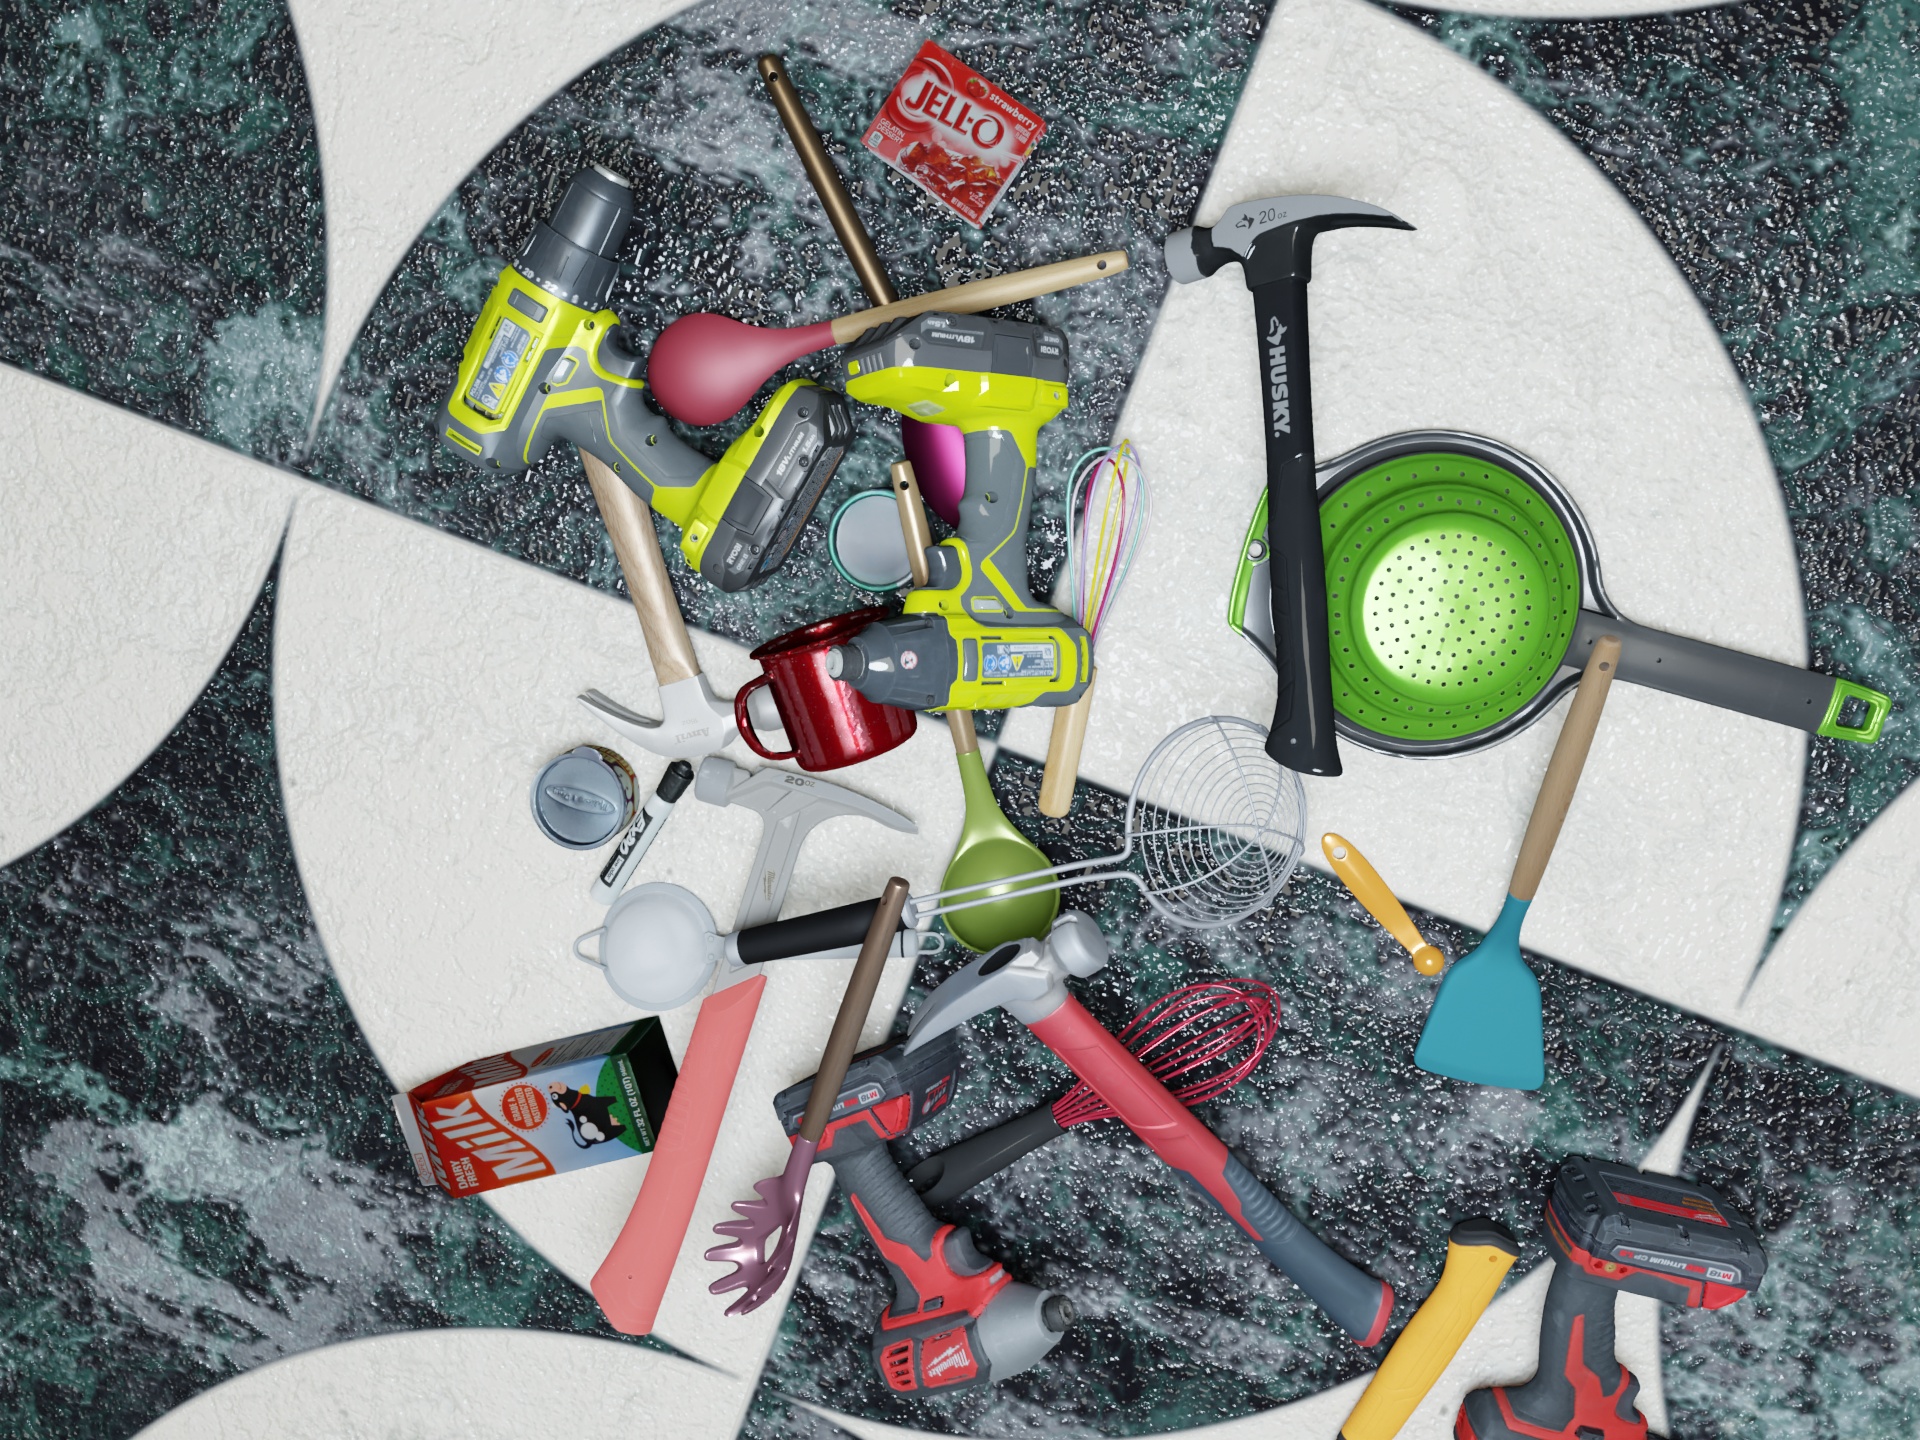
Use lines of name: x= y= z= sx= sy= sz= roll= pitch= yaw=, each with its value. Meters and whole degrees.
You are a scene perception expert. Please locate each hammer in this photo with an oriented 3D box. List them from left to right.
hammer: x=-0.219 y=-0.135 z=1.027 sx=0.130 sy=0.031 sz=0.331 roll=-16 pitch=97 yaw=9
hammer: x=-0.146 y=0.209 z=1.015 sx=0.149 sy=0.036 sz=0.359 roll=16 pitch=81 yaw=3
hammer: x=0.136 y=0.279 z=1.001 sx=0.143 sy=0.038 sz=0.386 roll=-34 pitch=111 yaw=25
hammer: x=0.195 y=-0.134 z=0.911 sx=0.146 sy=0.035 sz=0.335 roll=-5 pitch=87 yaw=39
hammer: x=0.282 y=0.482 z=1.070 sx=0.127 sy=0.034 sz=0.337 roll=28 pitch=102 yaw=2

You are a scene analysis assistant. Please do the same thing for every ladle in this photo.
ladle: x=-0.052 y=-0.243 z=0.975 sx=0.315 sy=0.031 sz=0.069 roll=-11 pitch=101 yaw=13
ladle: x=-0.002 y=-0.003 z=0.993 sx=0.078 sy=0.062 sz=0.320 roll=-12 pitch=104 yaw=4

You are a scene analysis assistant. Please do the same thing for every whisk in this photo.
whisk: x=0.081 y=0.251 z=1.045 sx=0.296 sy=0.073 sz=0.073 roll=-32 pitch=95 yaw=16
whisk: x=0.078 y=-0.055 z=0.998 sx=0.051 sy=0.047 sz=0.245 roll=6 pitch=105 yaw=-16

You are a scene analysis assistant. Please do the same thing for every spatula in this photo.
spatula: x=0.349 y=0.092 z=0.961 sx=0.082 sy=0.044 sz=0.317 roll=10 pitch=124 yaw=8

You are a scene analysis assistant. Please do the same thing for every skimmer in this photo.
skimmer: x=0.031 y=0.092 z=0.976 sx=0.363 sy=0.090 sz=0.127 roll=-15 pitch=104 yaw=16

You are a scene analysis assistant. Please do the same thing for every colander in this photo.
colander: x=0.362 y=-0.048 z=0.940 sx=0.397 sy=0.094 sz=0.204 roll=16 pitch=101 yaw=4

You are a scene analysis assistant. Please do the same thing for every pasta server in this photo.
pasta server: x=-0.091 y=0.234 z=0.980 sx=0.060 sy=0.040 sz=0.316 roll=39 pitch=117 yaw=44

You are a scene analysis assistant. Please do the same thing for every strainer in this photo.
strainer: x=-0.140 y=0.150 z=1.063 sx=0.258 sy=0.050 sz=0.087 roll=-2 pitch=85 yaw=4

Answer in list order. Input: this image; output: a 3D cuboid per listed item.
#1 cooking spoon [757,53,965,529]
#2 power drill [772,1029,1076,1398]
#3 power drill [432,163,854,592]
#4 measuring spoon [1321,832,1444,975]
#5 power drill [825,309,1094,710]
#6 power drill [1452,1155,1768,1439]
cooking spoon: x=-0.049 y=-0.264 z=0.991 sx=0.069 sy=0.017 sz=0.319 roll=-25 pitch=97 yaw=10
power drill: x=-0.020 y=0.317 z=1.019 sx=0.143 sy=0.078 sz=0.220 roll=-27 pitch=83 yaw=31
power drill: x=-0.184 y=-0.200 z=0.955 sx=0.228 sy=0.080 sz=0.190 roll=32 pitch=106 yaw=3
measuring spoon: x=0.271 y=0.119 z=1.021 sx=0.021 sy=0.011 sz=0.117 roll=-39 pitch=93 yaw=11
power drill: x=-0.004 y=-0.117 z=0.933 sx=0.171 sy=0.080 sz=0.223 roll=-2 pitch=91 yaw=-35
power drill: x=0.437 y=0.410 z=1.020 sx=0.188 sy=0.080 sz=0.226 roll=13 pitch=104 yaw=0
